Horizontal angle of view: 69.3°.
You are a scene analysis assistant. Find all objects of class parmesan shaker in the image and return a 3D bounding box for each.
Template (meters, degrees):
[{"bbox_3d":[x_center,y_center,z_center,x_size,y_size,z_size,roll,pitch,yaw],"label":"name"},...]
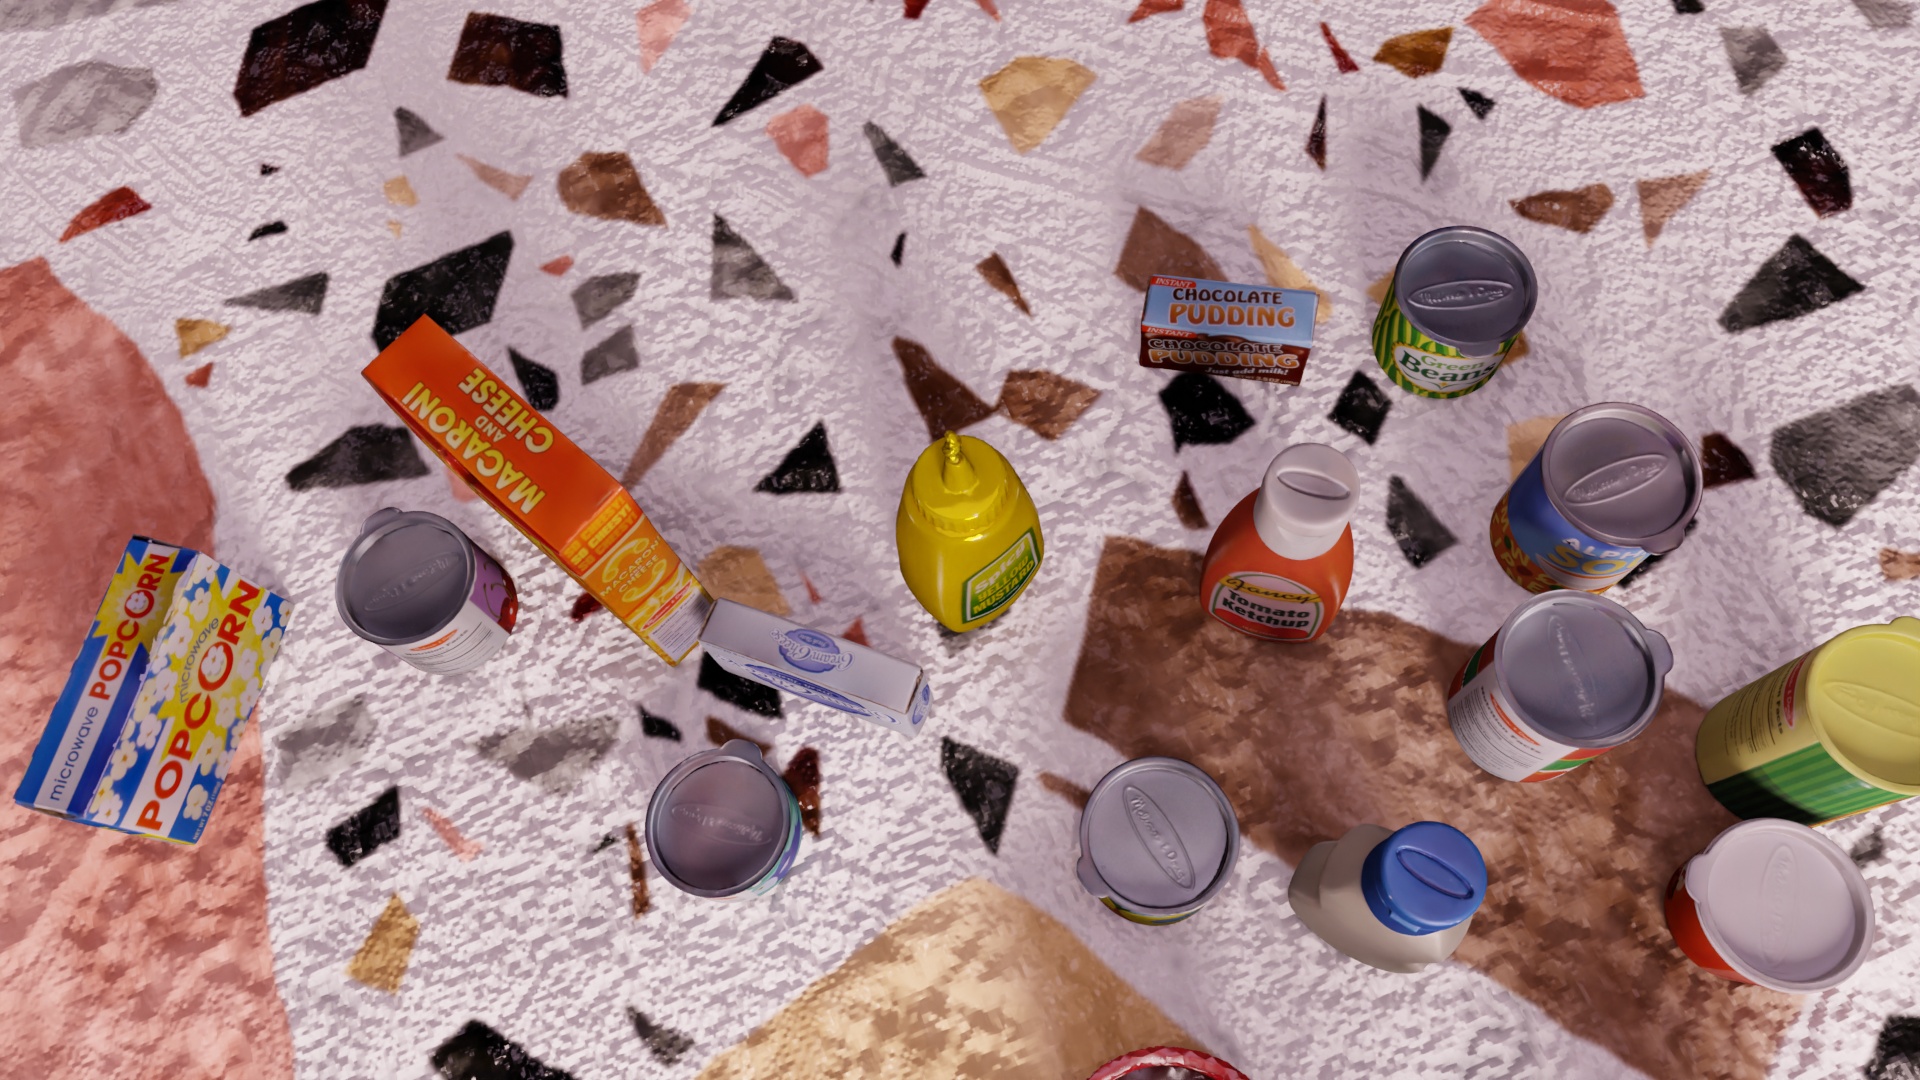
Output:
[{"bbox_3d":[0.360,0.078,0.573,0.071,0.102,0.071,-2,70,4],"label":"parmesan shaker"}]

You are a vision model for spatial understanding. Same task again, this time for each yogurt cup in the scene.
[{"bbox_3d":[0.329,0.153,0.574,0.072,0.053,0.072,-2,70,4],"label":"yogurt cup"}]

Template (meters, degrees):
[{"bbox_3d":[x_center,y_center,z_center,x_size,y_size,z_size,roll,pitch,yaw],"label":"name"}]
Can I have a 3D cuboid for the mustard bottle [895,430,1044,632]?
[{"bbox_3d":[0.002,-0.008,0.605,0.065,0.159,0.049,-40,72,-10],"label":"mustard bottle"}]

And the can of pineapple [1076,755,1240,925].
[{"bbox_3d":[0.083,0.131,0.601,0.071,0.057,0.071,-2,70,4],"label":"can of pineapple"}]

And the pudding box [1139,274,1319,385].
[{"bbox_3d":[0.132,-0.105,0.690,0.084,0.049,0.030,8,71,8],"label":"pudding box"}]

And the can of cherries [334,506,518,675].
[{"bbox_3d":[-0.255,0.024,0.669,0.071,0.058,0.072,-2,70,4],"label":"can of cherries"}]

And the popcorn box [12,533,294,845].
[{"bbox_3d":[-0.370,0.072,0.646,0.038,0.085,0.127,10,71,9],"label":"popcorn box"}]

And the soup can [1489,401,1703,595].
[{"bbox_3d":[0.283,-0.012,0.624,0.071,0.083,0.071,-2,70,4],"label":"soup can"}]

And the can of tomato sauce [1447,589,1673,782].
[{"bbox_3d":[0.255,0.064,0.598,0.071,0.083,0.071,-2,70,4],"label":"can of tomato sauce"}]

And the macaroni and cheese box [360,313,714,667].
[{"bbox_3d":[-0.179,-0.015,0.620,0.124,0.166,0.040,39,78,17],"label":"macaroni and cheese box"}]

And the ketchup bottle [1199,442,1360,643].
[{"bbox_3d":[0.140,0.003,0.596,0.065,0.148,0.043,15,72,10],"label":"ketchup bottle"}]

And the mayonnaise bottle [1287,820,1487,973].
[{"bbox_3d":[0.169,0.138,0.543,0.065,0.147,0.041,30,75,15],"label":"mayonnaise bottle"}]

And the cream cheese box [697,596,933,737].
[{"bbox_3d":[-0.065,0.059,0.643,0.104,0.053,0.024,18,73,11],"label":"cream cheese box"}]

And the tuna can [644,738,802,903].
[{"bbox_3d":[-0.106,0.128,0.631,0.071,0.032,0.071,-2,69,4],"label":"tuna can"}]

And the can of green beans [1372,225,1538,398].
[{"bbox_3d":[0.239,-0.110,0.678,0.071,0.057,0.071,-2,70,4],"label":"can of green beans"}]
